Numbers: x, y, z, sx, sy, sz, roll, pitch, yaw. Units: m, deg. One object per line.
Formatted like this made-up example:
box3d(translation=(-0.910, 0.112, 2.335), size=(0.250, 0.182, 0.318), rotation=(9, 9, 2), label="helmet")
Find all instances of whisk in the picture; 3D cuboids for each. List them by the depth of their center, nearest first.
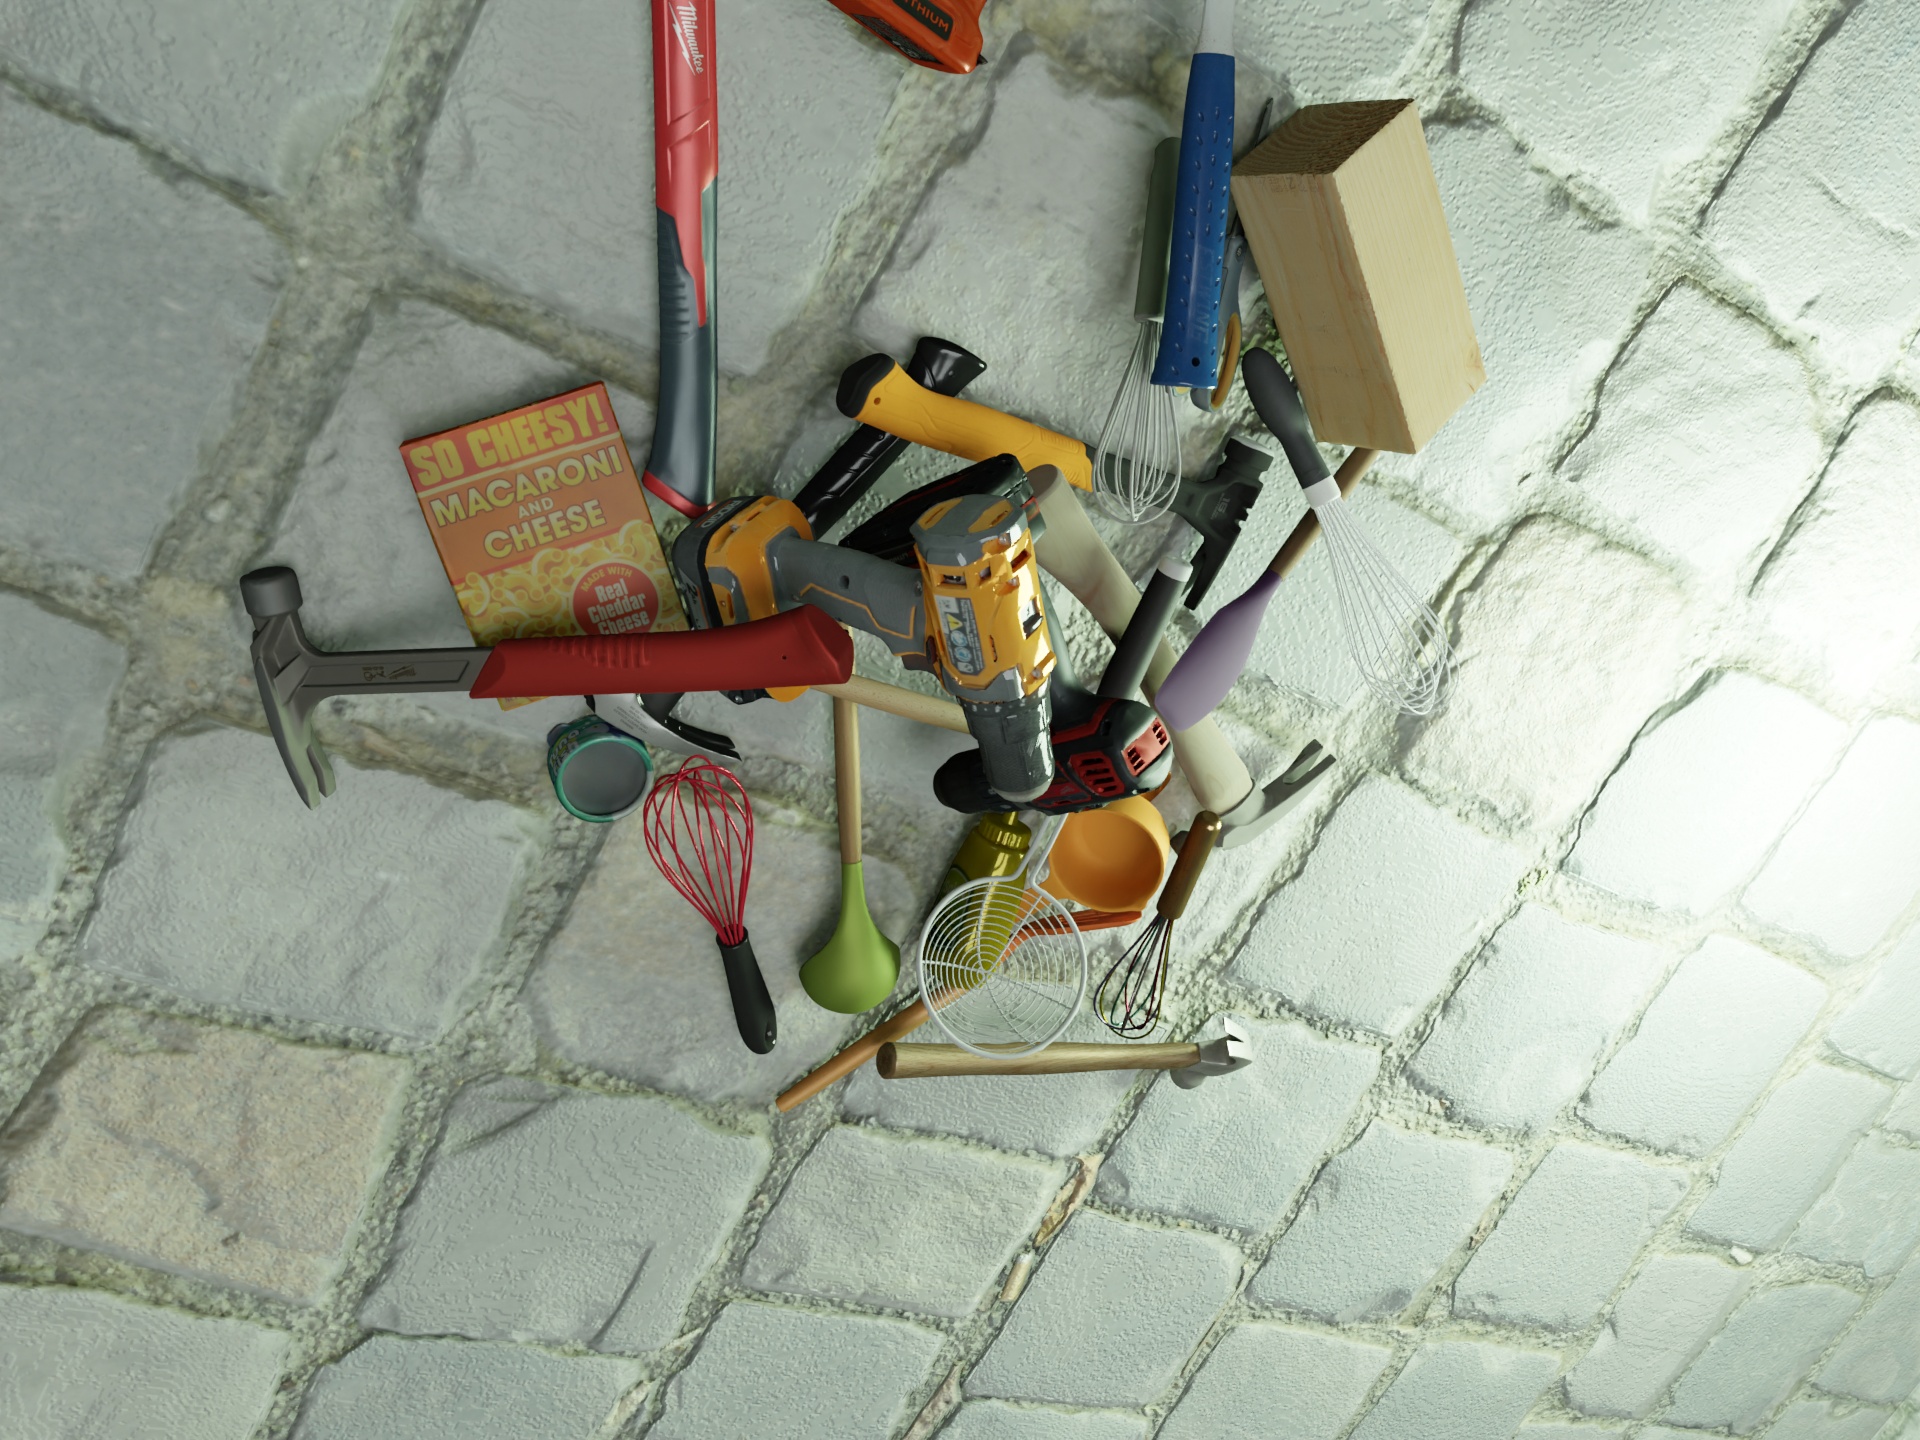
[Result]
box3d(translation=(0.122, -0.247, 1.011), size=(0.057, 0.059, 0.246), rotation=(2, 95, -67), label="whisk")
box3d(translation=(0.266, -0.130, 1.103), size=(0.070, 0.070, 0.284), rotation=(-29, 96, -7), label="whisk")
box3d(translation=(-0.165, 0.139, 1.116), size=(0.073, 0.073, 0.295), rotation=(-19, 132, -13), label="whisk")
box3d(translation=(0.163, 0.168, 1.264), size=(0.051, 0.047, 0.244), rotation=(-7, 132, -30), label="whisk")

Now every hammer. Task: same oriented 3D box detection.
box3d(translation=(-0.142, -0.304, 0.912), size=(0.143, 0.038, 0.386), rotation=(-8, 119, -21), label="hammer")
box3d(translation=(-0.237, -0.022, 0.918), size=(0.359, 0.037, 0.149), rotation=(-1, 114, 12), label="hammer")
box3d(translation=(0.156, -0.403, 0.937), size=(0.144, 0.035, 0.405), rotation=(-2, 104, -24), label="hammer")
box3d(translation=(-0.106, -0.115, 1.030), size=(0.335, 0.035, 0.146), rotation=(-46, 123, 5), label="hammer")
box3d(translation=(0.062, -0.166, 1.049), size=(0.336, 0.034, 0.127), rotation=(11, 111, -36), label="hammer")
box3d(translation=(0.149, -0.040, 1.140), size=(0.146, 0.038, 0.410), rotation=(-38, 133, 0), label="hammer")
box3d(translation=(0.091, 0.269, 1.273), size=(0.331, 0.031, 0.130), rotation=(5, 153, -27), label="hammer")

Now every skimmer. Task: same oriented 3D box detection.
box3d(translation=(0.078, 0.062, 1.085), size=(0.127, 0.090, 0.363), rotation=(19, 111, -12), label="skimmer")

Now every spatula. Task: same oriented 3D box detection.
box3d(translation=(-0.002, -0.004, 1.119), size=(0.317, 0.044, 0.082), rotation=(17, 111, -32), label="spatula")
box3d(translation=(0.239, -0.122, 1.135), size=(0.316, 0.018, 0.059), rotation=(-53, 130, -9), label="spatula")
box3d(translation=(-0.004, 0.221, 1.245), size=(0.322, 0.081, 0.041), rotation=(-34, 92, 2), label="spatula")

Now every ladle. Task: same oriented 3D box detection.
box3d(translation=(-0.083, 0.071, 1.143), size=(0.078, 0.062, 0.320), rotation=(-8, 112, -17), label="ladle")

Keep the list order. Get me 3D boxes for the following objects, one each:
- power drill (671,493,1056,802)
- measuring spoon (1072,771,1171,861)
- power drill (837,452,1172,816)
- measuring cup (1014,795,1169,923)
box3d(translation=(-0.046, -0.044, 0.939), size=(0.084, 0.226, 0.185), rotation=(-47, 134, -43), label="power drill")
box3d(translation=(0.121, 0.080, 1.244), size=(0.117, 0.011, 0.021), rotation=(-41, 124, 2), label="measuring spoon")
box3d(translation=(0.015, -0.037, 1.010), size=(0.080, 0.188, 0.226), rotation=(-41, 108, -40), label="power drill")
box3d(translation=(0.083, 0.114, 1.220), size=(0.173, 0.052, 0.095), rotation=(-32, 103, 29), label="measuring cup")
